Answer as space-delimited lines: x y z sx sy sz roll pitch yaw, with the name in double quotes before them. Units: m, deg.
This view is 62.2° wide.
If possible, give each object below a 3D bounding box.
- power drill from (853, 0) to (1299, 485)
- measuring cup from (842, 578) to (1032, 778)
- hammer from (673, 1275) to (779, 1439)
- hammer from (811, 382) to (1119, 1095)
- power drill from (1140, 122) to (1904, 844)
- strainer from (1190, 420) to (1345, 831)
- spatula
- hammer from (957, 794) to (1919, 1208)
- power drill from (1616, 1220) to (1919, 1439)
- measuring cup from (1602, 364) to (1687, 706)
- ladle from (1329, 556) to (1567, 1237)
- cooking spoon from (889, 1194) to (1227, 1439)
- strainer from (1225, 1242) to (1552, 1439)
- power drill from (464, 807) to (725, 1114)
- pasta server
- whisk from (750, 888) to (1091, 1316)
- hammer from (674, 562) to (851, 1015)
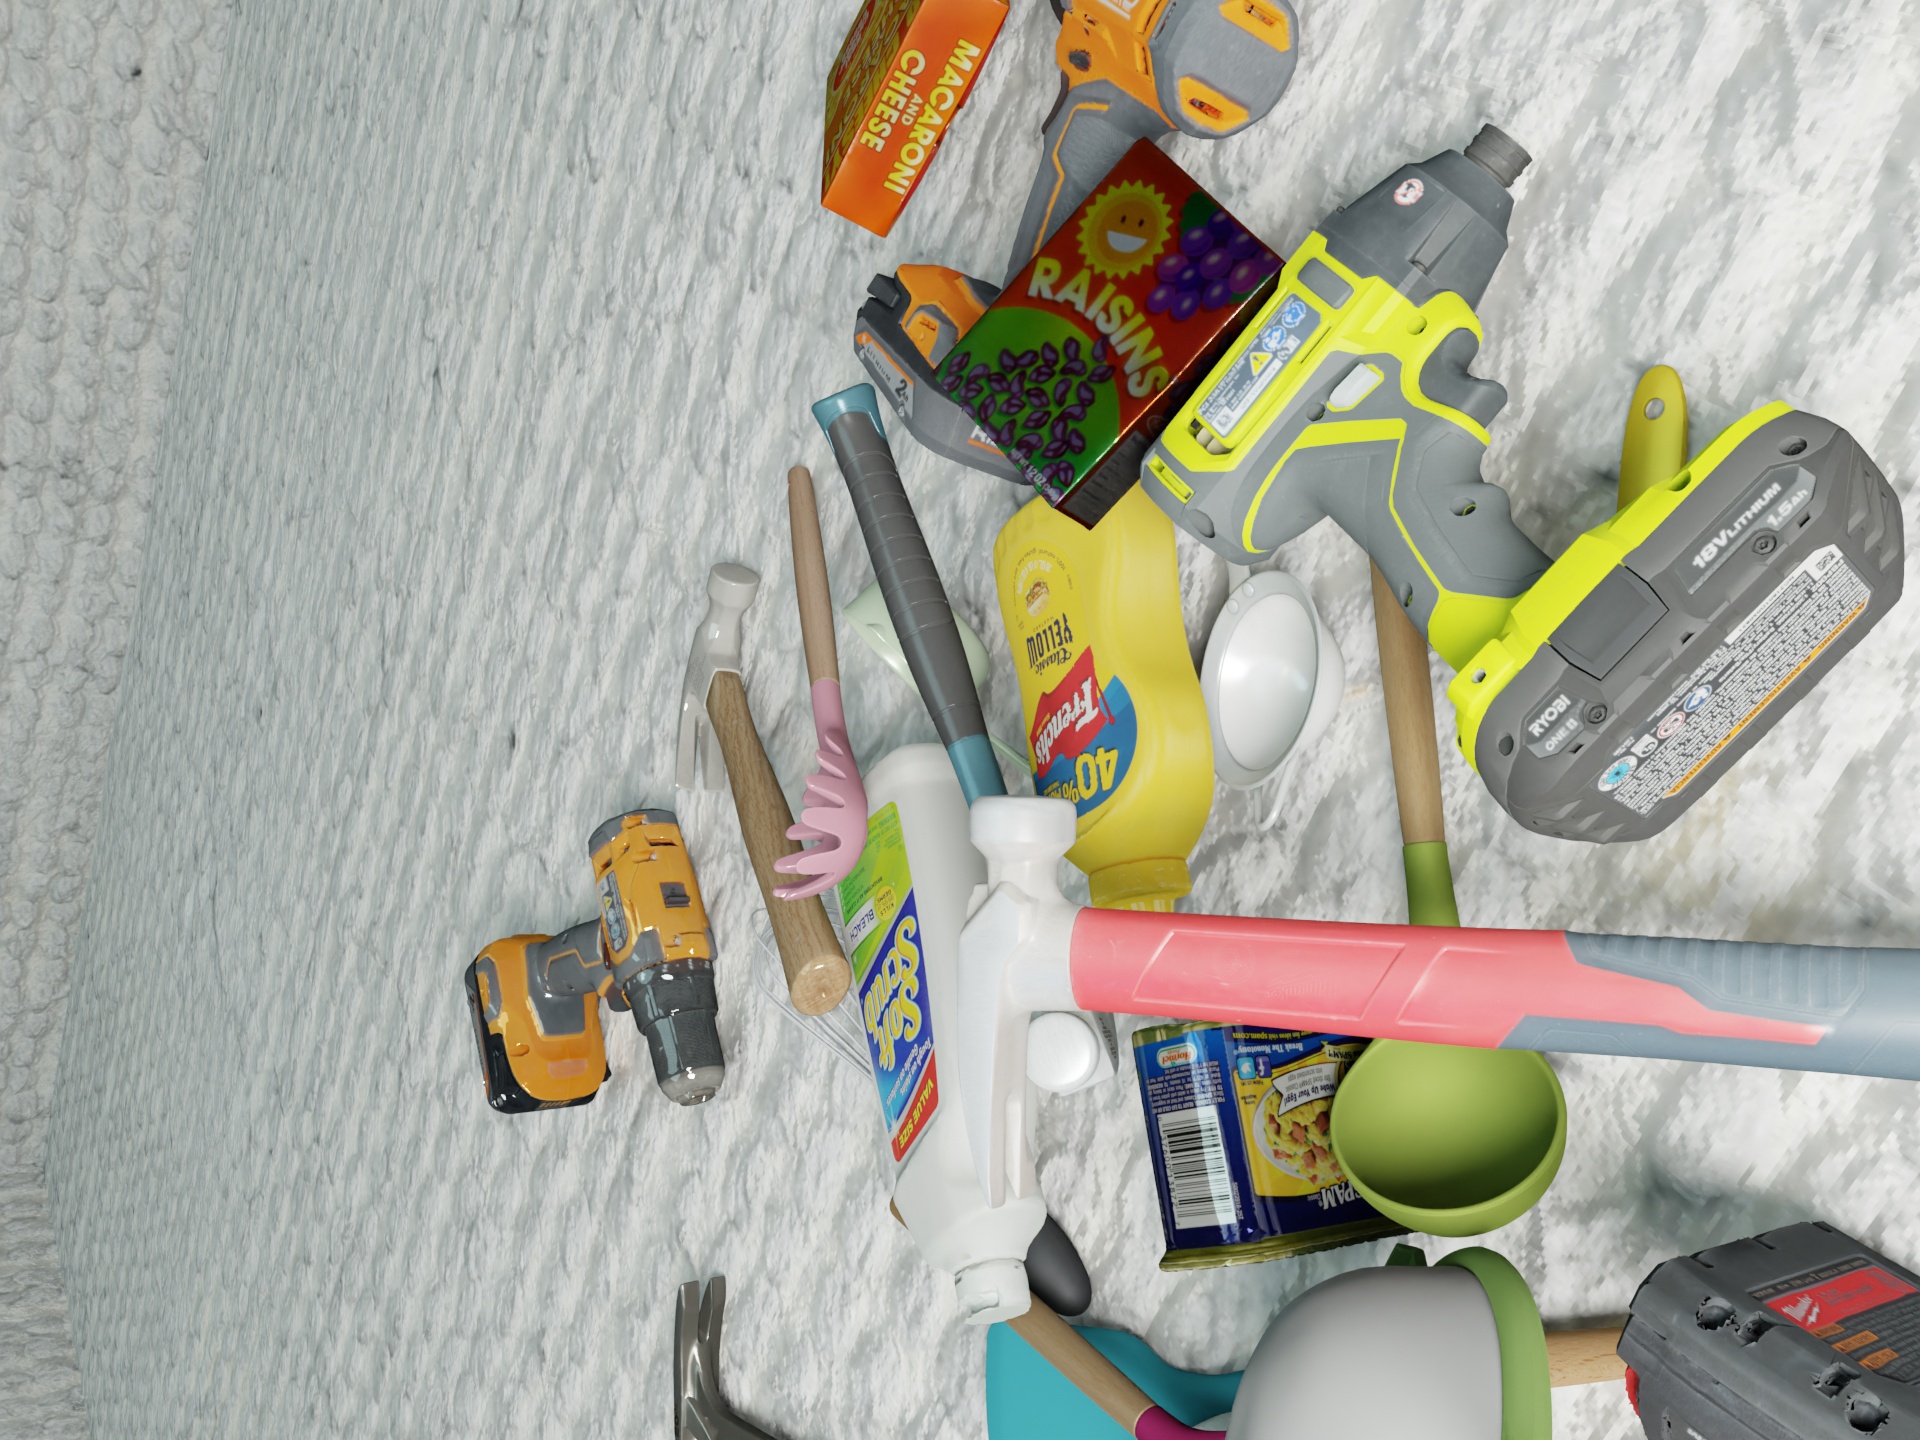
"power drill" 0.040 -0.239 0.710 0.226 0.084 0.164 -58 37 25
"measuring cup" 0.013 -0.014 0.764 0.168 0.083 0.038 39 83 25
"hammer" -0.053 0.404 0.828 0.359 0.036 0.149 -5 84 52
"hammer" -0.001 -0.002 0.685 0.033 0.128 0.331 -22 75 7
"power drill" 0.172 -0.084 0.512 0.171 0.080 0.223 -51 46 18
"strainer" 0.112 -0.075 0.647 0.087 0.050 0.259 130 135 -54
"spatula" 0.125 0.255 0.607 0.317 0.044 0.082 -32 52 45
"hammer" 0.169 0.095 0.466 0.386 0.038 0.143 -1 86 32
"power drill" 0.204 0.256 0.429 0.079 0.143 0.219 29 108 49
"measuring cup" 0.215 -0.040 0.520 0.062 0.029 0.156 8 94 51
"ladle" 0.161 0.016 0.568 0.078 0.062 0.320 -8 77 24
"cooking spoon" 0.060 0.270 0.646 0.069 0.017 0.319 -54 37 -10
"strainer" 0.120 0.212 0.438 0.256 0.069 0.151 94 -166 -71
"power drill" -0.232 0.187 1.037 0.226 0.084 0.185 -39 60 38
"pasta server" -0.079 -0.036 0.817 0.317 0.040 0.060 -101 26 -45
"whisk" -0.026 0.184 0.796 0.285 0.070 0.070 46 122 38
"hammer" -0.112 0.042 0.867 0.332 0.031 0.130 -119 42 -54
